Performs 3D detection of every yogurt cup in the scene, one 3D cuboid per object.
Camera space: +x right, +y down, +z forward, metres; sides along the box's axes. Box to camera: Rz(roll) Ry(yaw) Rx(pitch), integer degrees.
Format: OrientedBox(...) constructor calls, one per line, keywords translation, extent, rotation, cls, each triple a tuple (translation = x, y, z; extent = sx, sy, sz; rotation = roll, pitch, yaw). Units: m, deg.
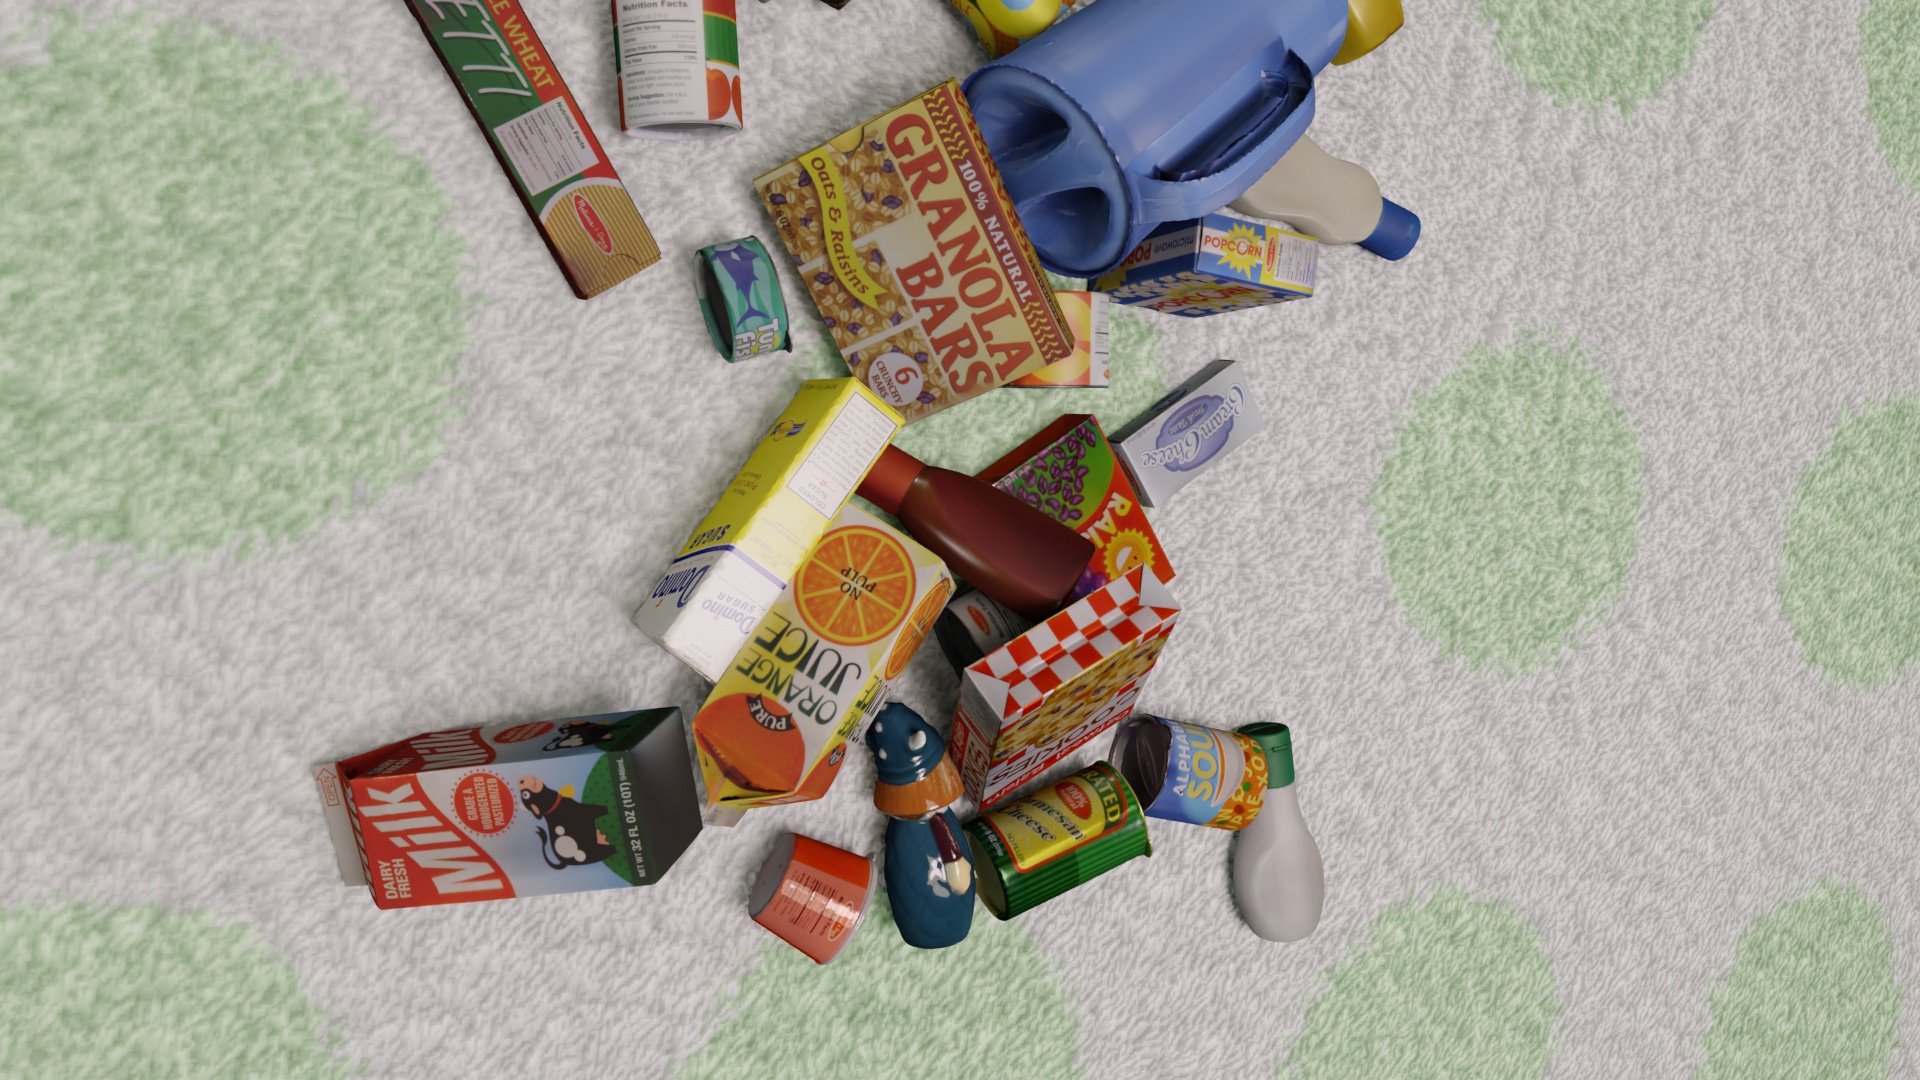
OrientedBox(translation=(-0.089, 0.208, 0.820), extent=(0.054, 0.072, 0.072), rotation=(31, 83, -15), cls="yogurt cup")

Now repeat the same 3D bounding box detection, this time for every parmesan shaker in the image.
OrientedBox(translation=(0.060, 0.191, 0.879), extent=(0.103, 0.071, 0.071), rotation=(-21, 103, -21), cls="parmesan shaker")

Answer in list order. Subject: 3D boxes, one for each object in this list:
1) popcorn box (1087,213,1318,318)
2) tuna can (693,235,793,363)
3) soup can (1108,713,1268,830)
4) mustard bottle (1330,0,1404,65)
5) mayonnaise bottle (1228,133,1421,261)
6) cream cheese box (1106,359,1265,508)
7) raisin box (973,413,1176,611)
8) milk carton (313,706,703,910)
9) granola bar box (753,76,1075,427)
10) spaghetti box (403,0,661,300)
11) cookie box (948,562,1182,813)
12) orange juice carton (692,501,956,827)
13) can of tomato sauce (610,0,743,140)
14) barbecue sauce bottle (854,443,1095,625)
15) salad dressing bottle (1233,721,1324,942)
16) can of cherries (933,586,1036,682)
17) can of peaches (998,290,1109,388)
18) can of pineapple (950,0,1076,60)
OrientedBox(translation=(0.146, -0.167, 0.853), extent=(0.085, 0.126, 0.038), rotation=(6, 90, -24), cls="popcorn box")
OrientedBox(translation=(-0.121, -0.131, 0.769), extent=(0.033, 0.071, 0.071), rotation=(-19, 103, -19), cls="tuna can")
OrientedBox(translation=(0.152, 0.152, 0.917), extent=(0.084, 0.071, 0.071), rotation=(14, 90, -25), cls="soup can")
OrientedBox(translation=(0.226, -0.390, 0.903), extent=(0.049, 0.065, 0.160), rotation=(-40, 105, -11), cls="mustard bottle")
OrientedBox(translation=(0.245, -0.232, 0.939), extent=(0.148, 0.041, 0.064), rotation=(18, 89, -25), cls="mayonnaise bottle")
OrientedBox(translation=(0.150, -0.071, 0.920), extent=(0.104, 0.024, 0.053), rotation=(-36, 109, -17), cls="cream cheese box")
OrientedBox(translation=(0.072, -0.007, 0.883), extent=(0.086, 0.040, 0.123), rotation=(-35, 108, -18), cls="raisin box")
OrientedBox(translation=(-0.239, 0.138, 0.716), extent=(0.190, 0.073, 0.072), rotation=(-8, 99, 10), cls="milk carton")
OrientedBox(translation=(-0.024, -0.158, 0.791), extent=(0.124, 0.039, 0.165), rotation=(-22, 107, 17), cls="granola bar box")
OrientedBox(translation=(-0.241, -0.248, 0.726), extent=(0.050, 0.028, 0.249), rotation=(-33, 107, -18), cls="spaghetti box")
OrientedBox(translation=(0.056, 0.091, 0.824), extent=(0.123, 0.166, 0.040), rotation=(-30, 68, -18), cls="cookie box")
OrientedBox(translation=(-0.085, 0.080, 0.791), extent=(0.073, 0.071, 0.193), rotation=(31, 81, 12), cls="orange juice carton")
OrientedBox(translation=(-0.151, -0.262, 0.746), extent=(0.071, 0.071, 0.083), rotation=(-6, 98, -23), cls="can of tomato sauce")
OrientedBox(translation=(0.003, -0.010, 0.817), extent=(0.148, 0.043, 0.065), rotation=(31, 45, 6), cls="barbecue sauce bottle")
OrientedBox(translation=(0.218, 0.202, 0.967), extent=(0.064, 0.044, 0.147), rotation=(-10, 98, -21), cls="salad dressing bottle")
OrientedBox(translation=(0.024, 0.057, 0.856), extent=(0.058, 0.071, 0.071), rotation=(-29, 106, -20), cls="can of cherries")
OrientedBox(translation=(0.056, -0.122, 0.851), extent=(0.071, 0.071, 0.058), rotation=(-2, 96, -24), cls="can of peaches")
OrientedBox(translation=(0.028, -0.325, 0.819), extent=(0.071, 0.071, 0.057), rotation=(-46, 111, -13), cls="can of pineapple")
